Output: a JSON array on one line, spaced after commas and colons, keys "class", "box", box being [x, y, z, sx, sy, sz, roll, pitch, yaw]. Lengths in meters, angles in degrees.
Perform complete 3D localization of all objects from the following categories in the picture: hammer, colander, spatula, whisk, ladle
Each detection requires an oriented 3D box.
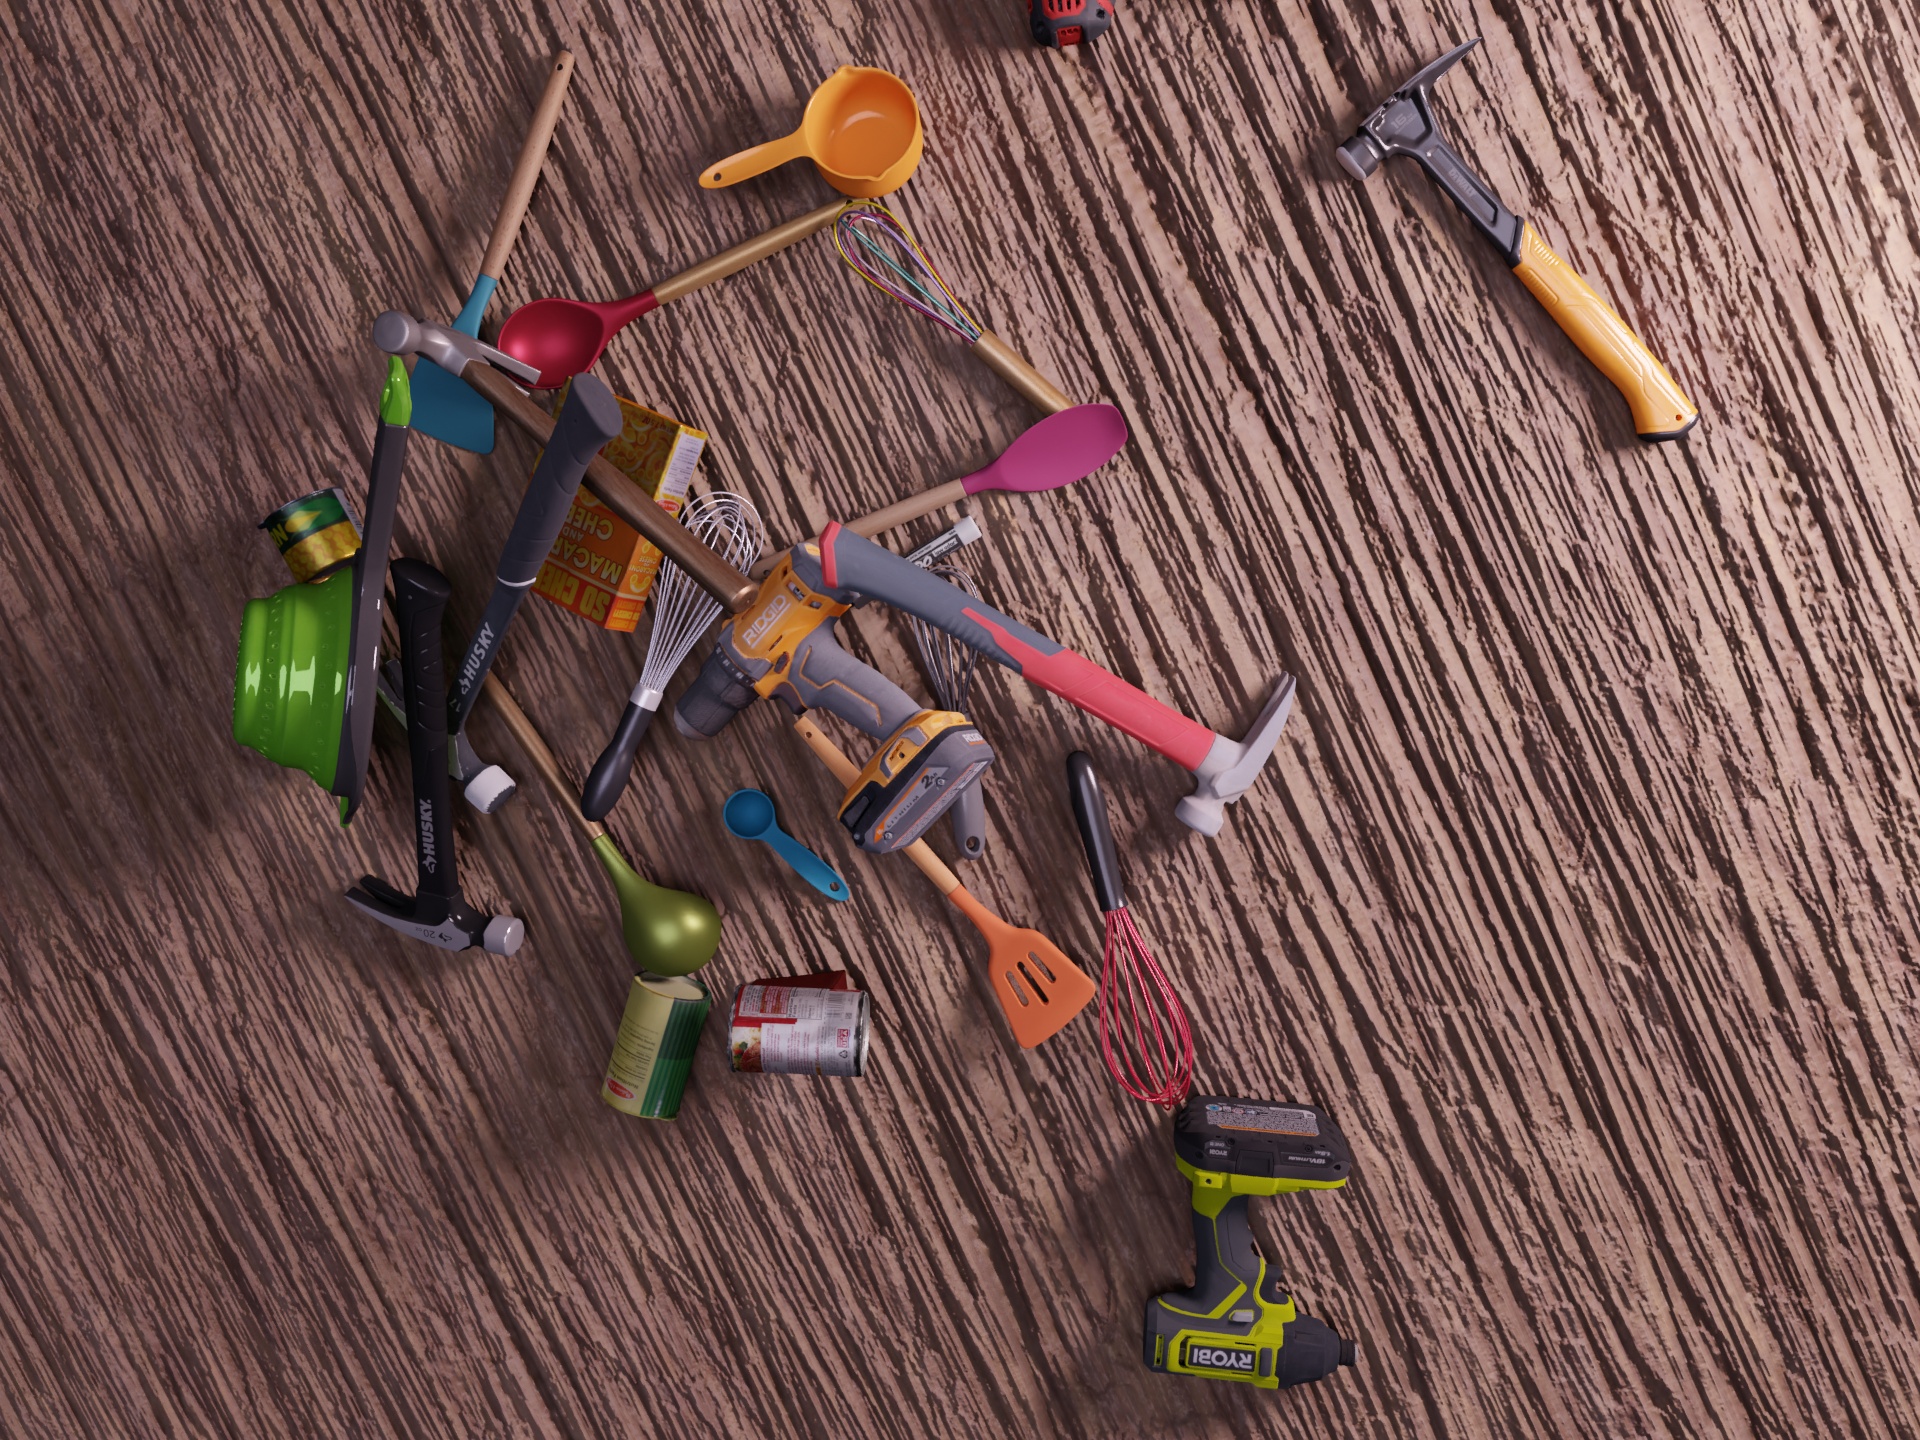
[{"class": "hammer", "box": [-0.339, -0.098, 1.183, 0.149, 0.036, 0.408, 43, 130, 6]}, {"class": "colander", "box": [-0.470, -0.093, 1.158, 0.094, 0.205, 0.396, 5, 130, -24]}, {"class": "spatula", "box": [-0.363, -0.373, 1.258, 0.082, 0.044, 0.317, 21, 93, 3]}, {"class": "whisk", "box": [-0.001, -0.004, 1.264, 0.055, 0.055, 0.239, -5, 101, 5]}, {"class": "hammer", "box": [-0.421, 0.032, 1.246, 0.146, 0.035, 0.334, 11, 118, 11]}, {"class": "whisk", "box": [-0.234, -0.048, 1.257, 0.070, 0.070, 0.284, 25, 94, 1]}, {"class": "ladle", "box": [-0.216, -0.345, 1.247, 0.315, 0.031, 0.069, -24, 106, 5]}, {"class": "hammer", "box": [-0.277, -0.189, 1.170, 0.331, 0.130, 0.031, 40, 104, 10]}, {"class": "whisk", "box": [0.127, 0.168, 1.267, 0.073, 0.073, 0.296, -14, 90, 6]}, {"class": "hammer", "box": [0.439, -0.347, 1.194, 0.127, 0.034, 0.337, -42, 92, 9]}, {"class": "spatula", "box": [-0.023, 0.120, 1.280, 0.081, 0.041, 0.322, -42, 91, 14]}, {"class": "whisk", "box": [-0.001, -0.311, 1.228, 0.245, 0.051, 0.047, 40, 92, -4]}, {"class": "ladle", "box": [-0.307, 0.074, 1.302, 0.078, 0.062, 0.320, -37, 86, 9]}, {"class": "hammer", "box": [0.070, -0.059, 1.215, 0.386, 0.038, 0.143, 29, 97, -12]}]

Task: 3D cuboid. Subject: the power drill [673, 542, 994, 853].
[{"class": "power drill", "box": [-0.108, 0.001, 1.235, 0.185, 0.084, 0.226, -46, 77, 15]}]

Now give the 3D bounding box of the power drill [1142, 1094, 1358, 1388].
[{"class": "power drill", "box": [0.241, 0.425, 1.281, 0.171, 0.080, 0.223, 4, 101, 5]}]

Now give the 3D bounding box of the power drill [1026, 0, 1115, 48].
[{"class": "power drill", "box": [0.148, -0.609, 1.166, 0.226, 0.080, 0.188, -7, 96, 8]}]

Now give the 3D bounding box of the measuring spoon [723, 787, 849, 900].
[{"class": "measuring spoon", "box": [-0.140, 0.102, 1.302, 0.128, 0.021, 0.042, 42, 97, -11]}]

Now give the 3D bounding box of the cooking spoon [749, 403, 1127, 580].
[{"class": "cooking spoon", "box": [-0.021, -0.175, 1.250, 0.319, 0.017, 0.068, -21, 136, 9]}]

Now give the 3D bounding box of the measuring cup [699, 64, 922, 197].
[{"class": "measuring cup", "box": [-0.112, -0.429, 1.210, 0.173, 0.052, 0.095, -18, 83, 6]}]
